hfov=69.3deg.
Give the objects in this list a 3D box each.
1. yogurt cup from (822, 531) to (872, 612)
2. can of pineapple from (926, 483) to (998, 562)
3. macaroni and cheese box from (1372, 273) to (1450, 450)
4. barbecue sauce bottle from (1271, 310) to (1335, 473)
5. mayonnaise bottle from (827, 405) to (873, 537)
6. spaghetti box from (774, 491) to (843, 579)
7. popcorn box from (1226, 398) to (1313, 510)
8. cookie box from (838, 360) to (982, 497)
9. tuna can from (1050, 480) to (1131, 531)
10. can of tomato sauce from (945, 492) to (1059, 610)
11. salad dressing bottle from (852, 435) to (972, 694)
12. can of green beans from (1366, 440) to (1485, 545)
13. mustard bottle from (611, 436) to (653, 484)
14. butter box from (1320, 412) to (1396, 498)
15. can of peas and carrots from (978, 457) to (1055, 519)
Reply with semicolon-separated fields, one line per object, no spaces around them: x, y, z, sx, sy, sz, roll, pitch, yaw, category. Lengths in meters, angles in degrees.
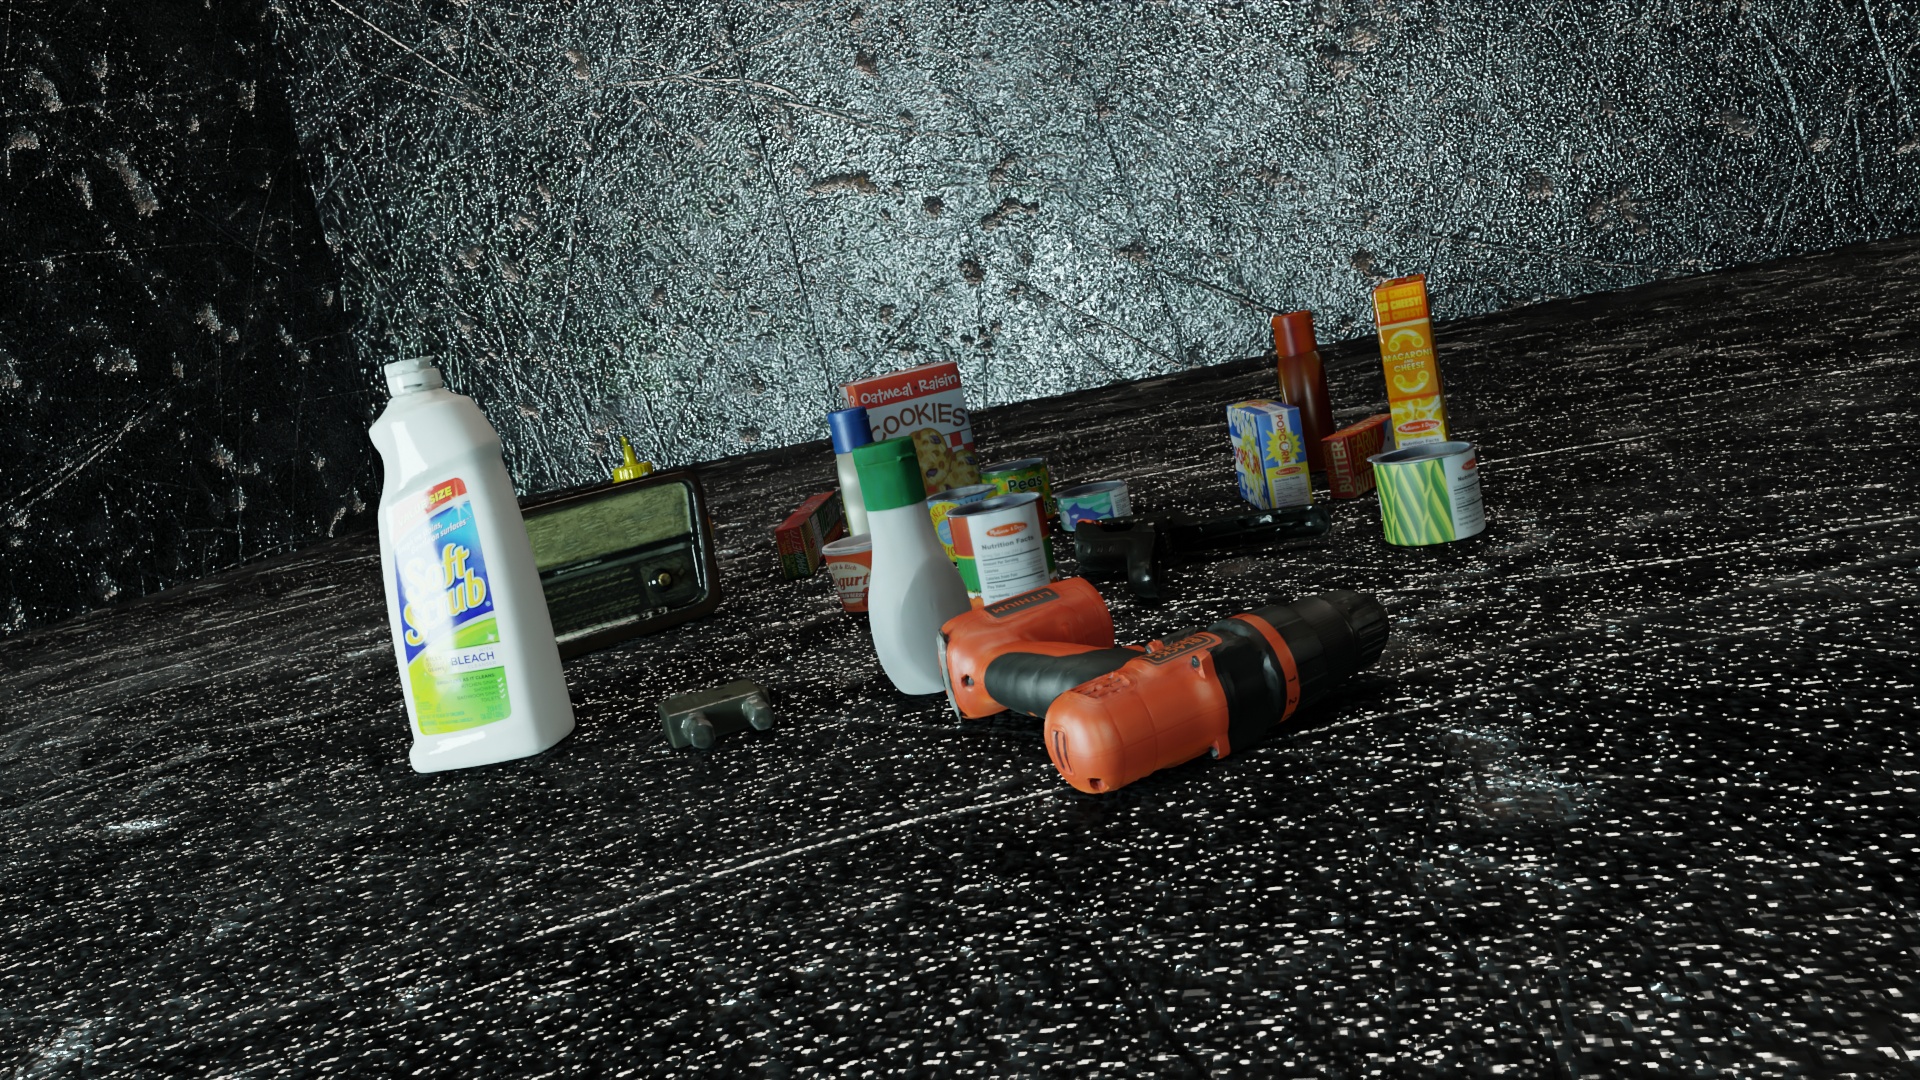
-0.072;0.024;1.104;0.072;0.054;0.072;-12;9;2;yogurt cup
0.004;-0.016;1.238;0.071;0.057;0.071;-12;9;2;can of pineapple
0.352;-0.118;1.075;0.040;0.166;0.124;-9;9;20;macaroni and cheese box
0.323;-0.140;1.303;0.043;0.148;0.065;-8;9;23;barbecue sauce bottle
-0.089;-0.047;1.264;0.041;0.147;0.065;-11;8;4;mayonnaise bottle
-0.152;-0.009;1.426;0.029;0.050;0.250;-11;9;4;spaghetti box
0.260;-0.072;1.169;0.038;0.085;0.127;-12;9;2;popcorn box
-0.048;-0.092;1.427;0.123;0.167;0.040;-17;10;-28;cookie box
0.119;-0.032;1.268;0.071;0.032;0.071;-12;9;2;tuna can
0.031;0.015;0.937;0.071;0.083;0.071;-12;9;2;can of tomato sauce
-0.030;0.014;0.813;0.064;0.147;0.044;-19;11;-40;salad dressing bottle
0.315;-0.032;0.935;0.071;0.057;0.071;-12;9;2;can of green beans
-0.324;-0.028;1.415;0.049;0.160;0.065;-9;9;21;mustard bottle
0.340;-0.072;1.165;0.024;0.053;0.104;-4;12;43;butter box
0.057;-0.046;1.354;0.071;0.058;0.071;-12;9;2;can of peas and carrots
